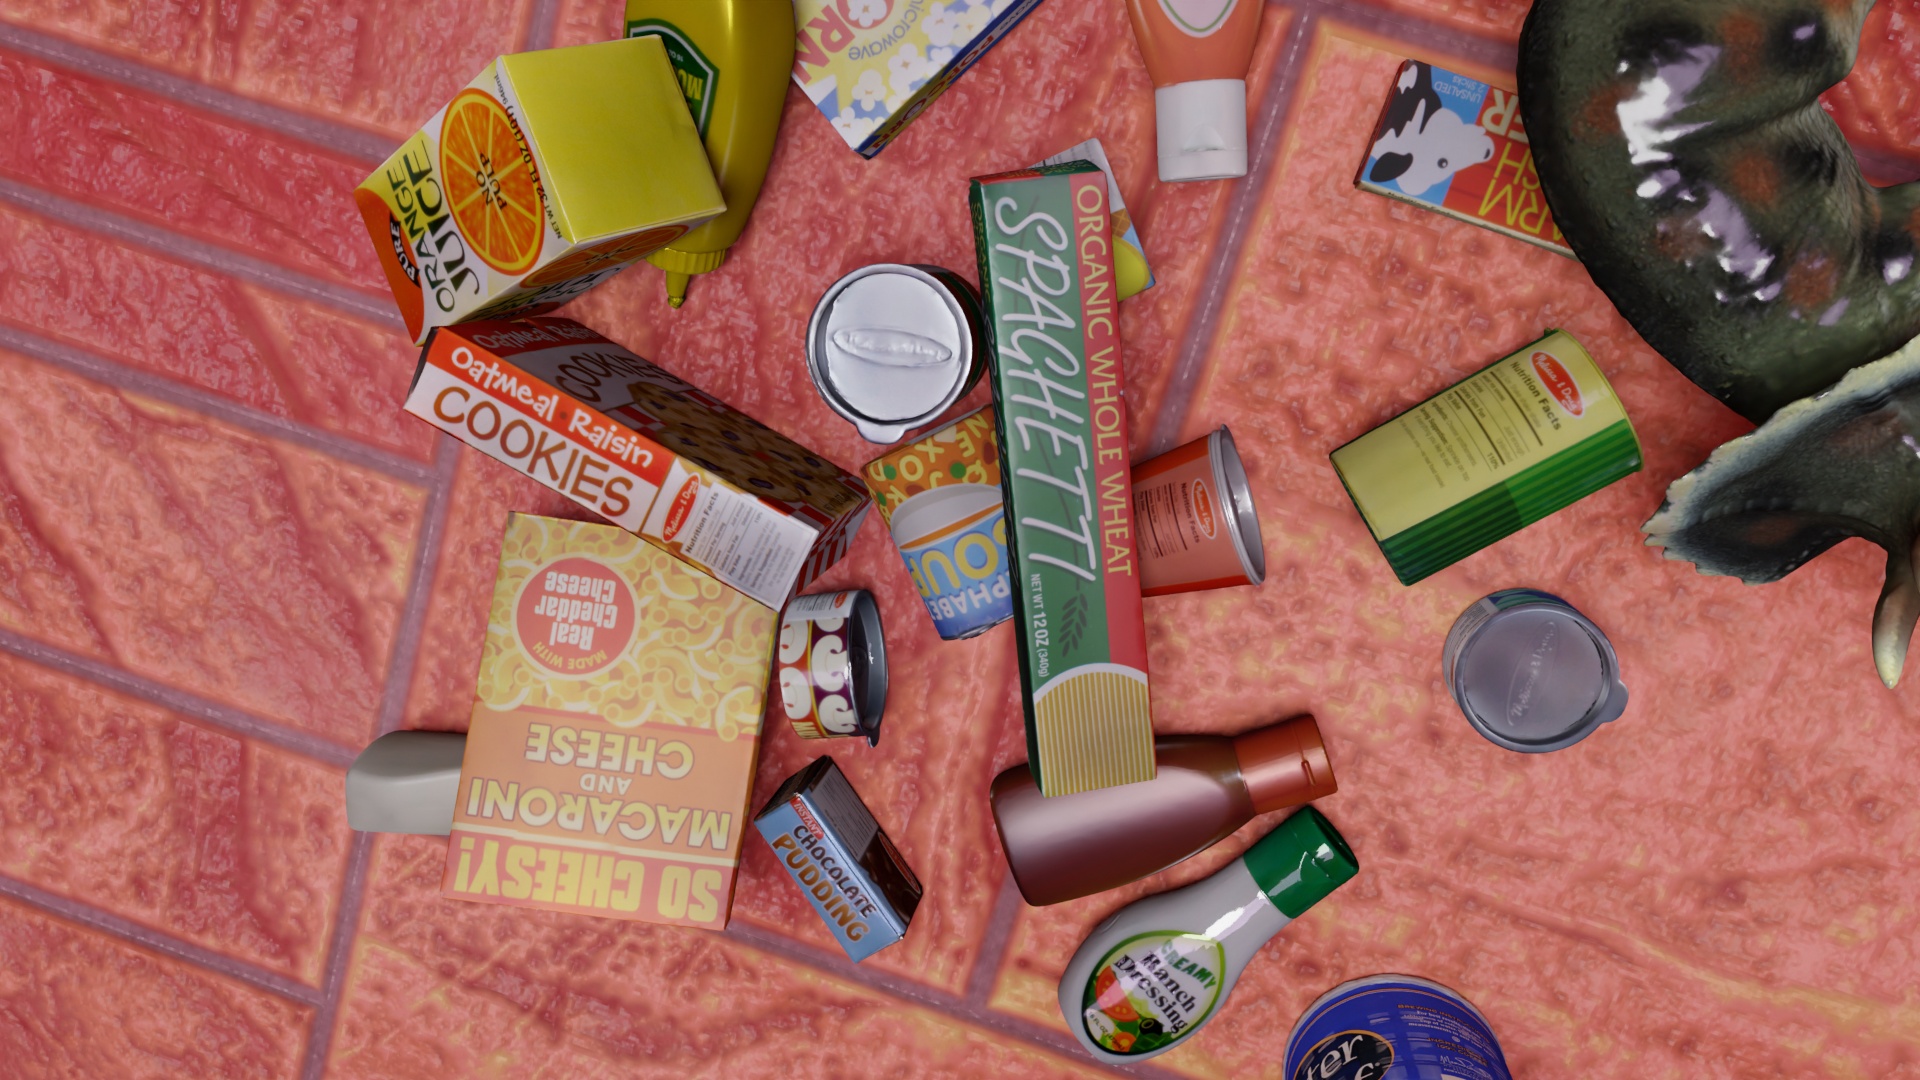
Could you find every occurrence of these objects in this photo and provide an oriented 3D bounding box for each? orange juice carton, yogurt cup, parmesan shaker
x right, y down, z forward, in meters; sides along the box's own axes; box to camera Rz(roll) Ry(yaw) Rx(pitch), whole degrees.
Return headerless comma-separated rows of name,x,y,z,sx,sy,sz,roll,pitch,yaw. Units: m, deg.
orange juice carton,-0.187,-0.135,0.576,0.192,0.073,0.071,-12,101,47
yogurt cup,0.095,-0.008,0.591,0.054,0.072,0.072,-16,98,19
parmesan shaker,0.212,-0.034,0.570,0.103,0.071,0.071,-29,96,13

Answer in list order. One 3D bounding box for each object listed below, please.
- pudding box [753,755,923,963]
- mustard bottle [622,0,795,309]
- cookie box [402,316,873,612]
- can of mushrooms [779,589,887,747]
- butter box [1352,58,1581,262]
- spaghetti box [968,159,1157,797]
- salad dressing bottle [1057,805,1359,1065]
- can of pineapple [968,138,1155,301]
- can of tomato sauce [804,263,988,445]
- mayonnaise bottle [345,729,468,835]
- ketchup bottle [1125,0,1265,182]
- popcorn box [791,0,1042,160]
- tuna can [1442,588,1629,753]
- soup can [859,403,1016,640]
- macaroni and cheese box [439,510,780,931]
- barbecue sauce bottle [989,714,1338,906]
pudding box,-0.055,0.148,0.647,0.030,0.050,0.083,-34,95,14
mustard bottle,-0.111,-0.163,0.581,0.065,0.049,0.159,32,130,19
cookie box,-0.126,-0.039,0.584,0.167,0.123,0.040,29,102,2
can of mushrooms,-0.056,0.058,0.621,0.033,0.071,0.071,-4,100,9
butter box,0.219,-0.154,0.566,0.103,0.024,0.053,20,103,4
spaghetti box,0.041,-0.020,0.547,0.050,0.029,0.249,-8,105,-7
salad dressing bottle,0.112,0.179,0.633,0.147,0.044,0.064,-42,92,13
can of pineapple,0.043,-0.124,0.576,0.058,0.071,0.071,-22,97,11
can of tomato sauce,-0.022,-0.081,0.582,0.071,0.083,0.071,2,101,8
mayonnaise bottle,-0.207,0.118,0.658,0.148,0.065,0.041,4,103,3
ketchup bottle,0.095,-0.222,0.560,0.065,0.043,0.148,-3,101,8
popcorn box,-0.022,-0.234,0.576,0.126,0.038,0.085,-40,93,13
tuna can,0.246,0.056,0.597,0.071,0.033,0.071,2,101,8
soup can,0.002,-0.008,0.599,0.071,0.071,0.083,-25,96,12
macaroni and cheese box,-0.150,0.079,0.616,0.124,0.040,0.166,9,83,-5
barbecue sauce bottle,0.092,0.116,0.624,0.148,0.044,0.064,-18,98,10
